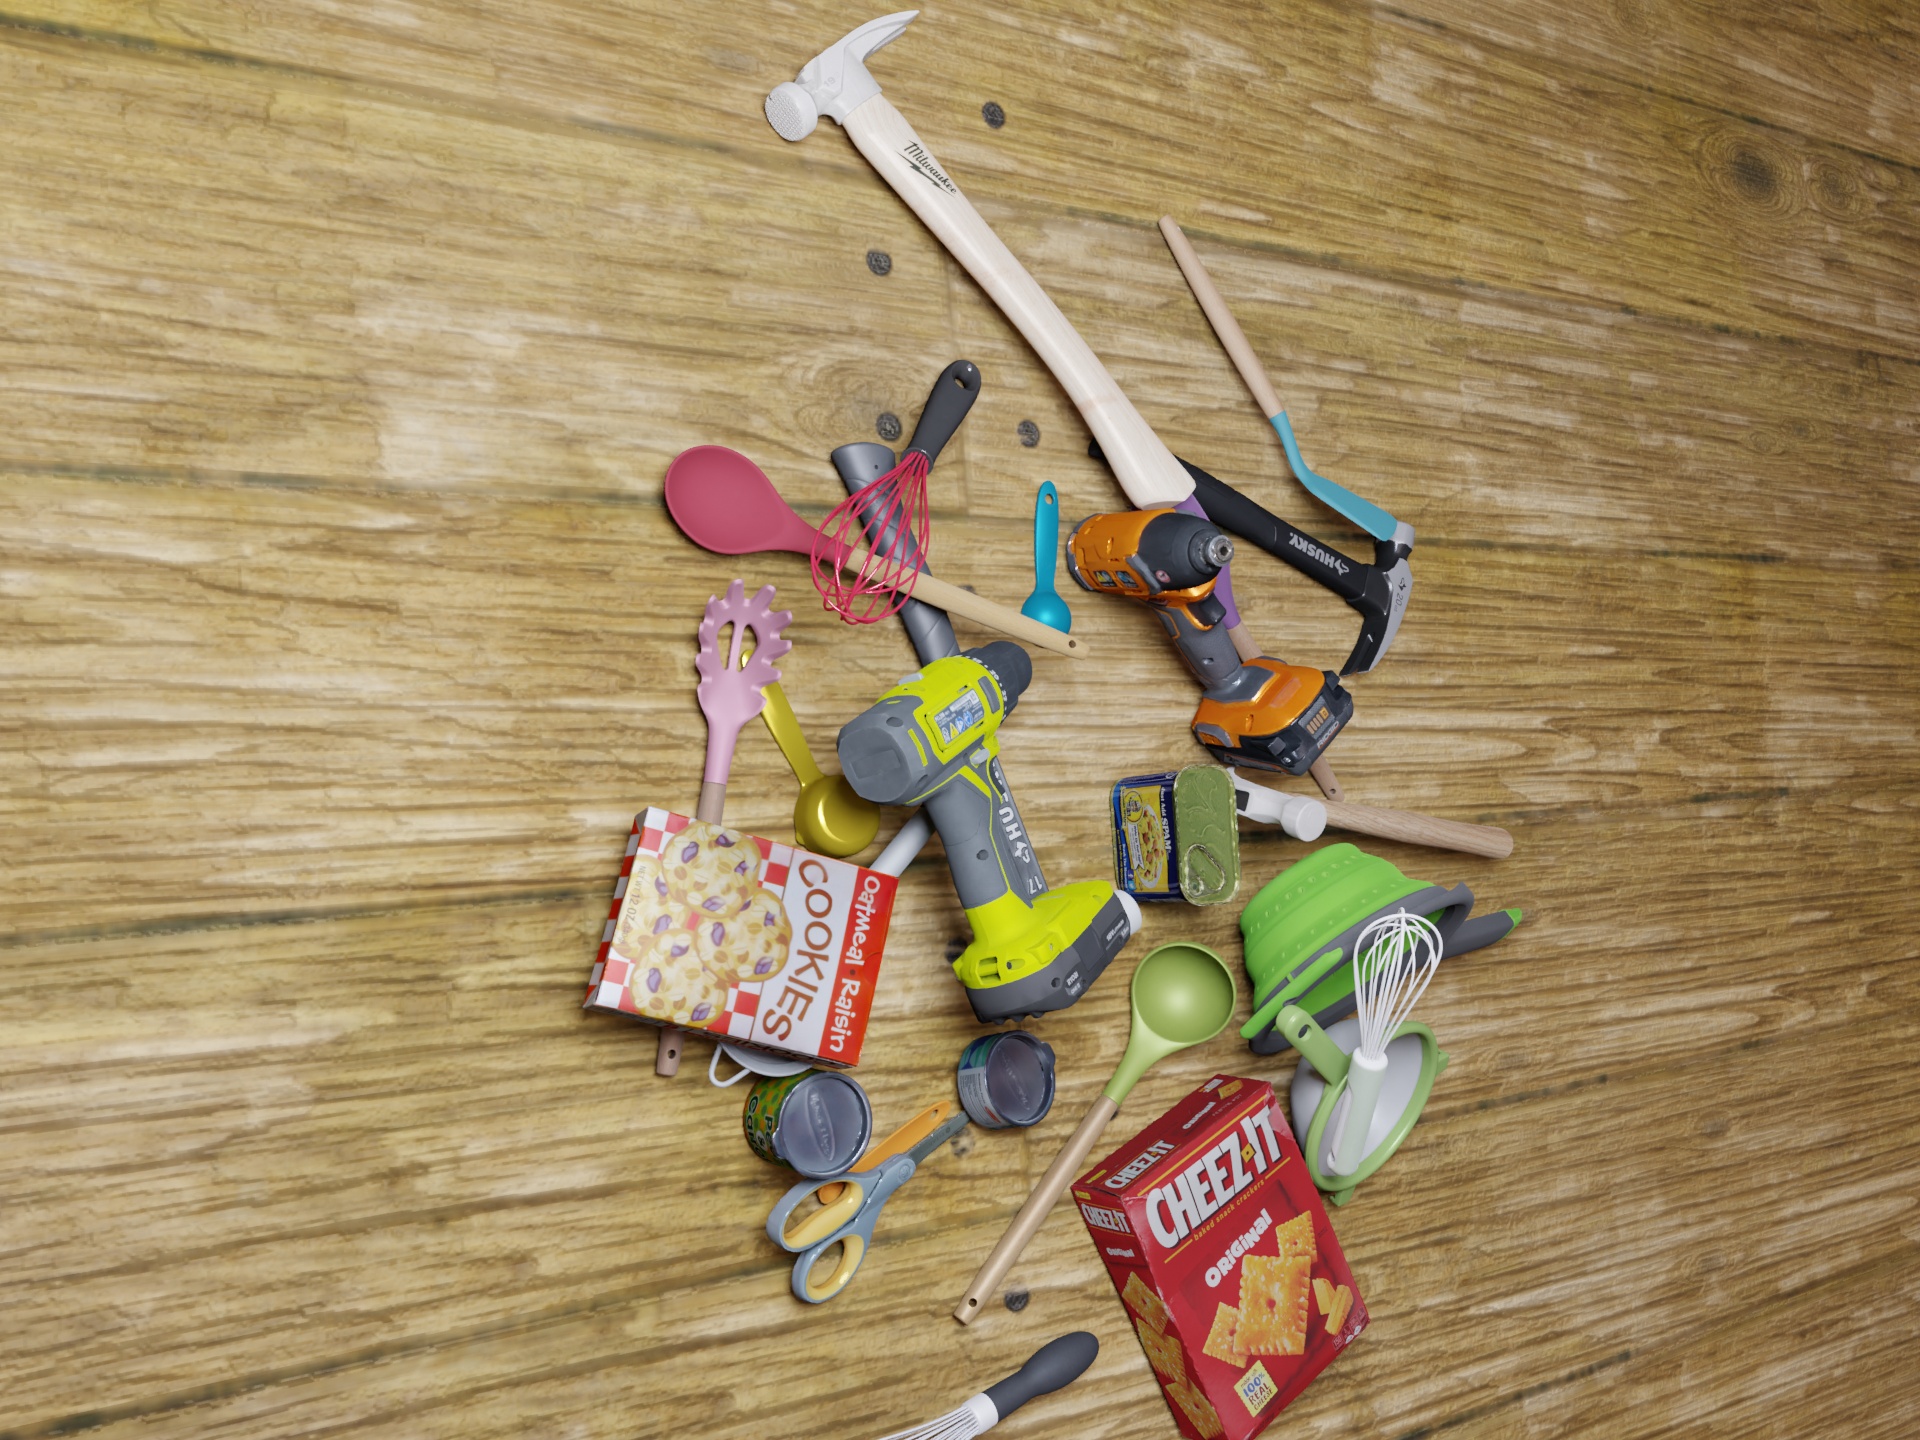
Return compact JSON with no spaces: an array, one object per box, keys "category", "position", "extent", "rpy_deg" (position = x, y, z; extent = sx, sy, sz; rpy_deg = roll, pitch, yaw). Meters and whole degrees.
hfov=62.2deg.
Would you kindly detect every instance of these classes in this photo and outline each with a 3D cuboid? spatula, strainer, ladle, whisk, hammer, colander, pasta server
[{"category":"spatula","position":[0.229,-0.055,1.277],"extent":[0.315,0.060,0.018],"rpy_deg":[55,19,-19]},{"category":"strainer","position":[-0.080,0.138,1.044],"extent":[0.087,0.050,0.258],"rpy_deg":[40,68,-1]},{"category":"ladle","position":[-0.052,-0.103,1.078],"extent":[0.315,0.031,0.069],"rpy_deg":[21,77,-15]},{"category":"whisk","position":[-0.013,0.474,1.052],"extent":[0.284,0.070,0.070],"rpy_deg":[-17,93,-37]},{"category":"hammer","position":[-0.002,-0.004,1.127],"extent":[0.149,0.036,0.409],"rpy_deg":[-26,97,-31]},{"category":"strainer","position":[0.277,0.262,1.214],"extent":[0.151,0.069,0.256],"rpy_deg":[-51,135,-7]},{"category":"colander","position":[0.338,0.158,1.282],"extent":[0.397,0.204,0.095],"rpy_deg":[-3,50,-48]},{"category":"whisk","position":[-0.035,-0.163,1.071],"extent":[0.073,0.073,0.296],"rpy_deg":[44,42,-20]},{"category":"hammer","position":[0.333,0.081,1.279],"extent":[0.331,0.130,0.031],"rpy_deg":[11,96,-37]},{"category":"whisk","position":[0.293,0.234,1.132],"extent":[0.059,0.058,0.246],"rpy_deg":[5,121,1]},{"category":"hammer","position":[0.240,-0.155,1.295],"extent":[0.334,0.035,0.146],"rpy_deg":[24,71,-27]},{"category":"hammer","position":[0.041,-0.326,1.169],"extent":[0.410,0.038,0.146],"rpy_deg":[49,61,-11]},{"category":"ladle","position":[0.094,0.291,1.138],"extent":[0.078,0.062,0.320],"rpy_deg":[34,67,12]},{"category":"spatula","position":[0.255,-0.278,1.299],"extent":[0.317,0.044,0.082],"rpy_deg":[58,29,-4]},{"category":"pasta server","position":[-0.160,0.067,1.016],"extent":[0.060,0.040,0.316],"rpy_deg":[11,80,-17]}]

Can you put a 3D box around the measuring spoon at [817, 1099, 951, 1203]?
[{"category":"measuring spoon","position":[-0.052,0.288,1.074],"extent":[0.117,0.011,0.021],"rpy_deg":[-28,125,-34]}]

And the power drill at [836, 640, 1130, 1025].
[{"category":"power drill","position":[0.026,0.065,1.055],"extent":[0.190,0.080,0.228],"rpy_deg":[-36,105,-53]}]

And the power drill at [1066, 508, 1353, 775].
[{"category":"power drill","position":[0.191,-0.064,1.176],"extent":[0.084,0.164,0.226],"rpy_deg":[-47,112,-16]}]

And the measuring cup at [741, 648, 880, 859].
[{"category":"measuring cup","position":[-0.103,0.021,1.063],"extent":[0.062,0.029,0.156],"rpy_deg":[-32,100,-31]}]

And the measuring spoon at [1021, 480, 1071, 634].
[{"category":"measuring spoon","position":[0.069,-0.119,1.191],"extent":[0.042,0.021,0.129],"rpy_deg":[7,80,-31]}]
